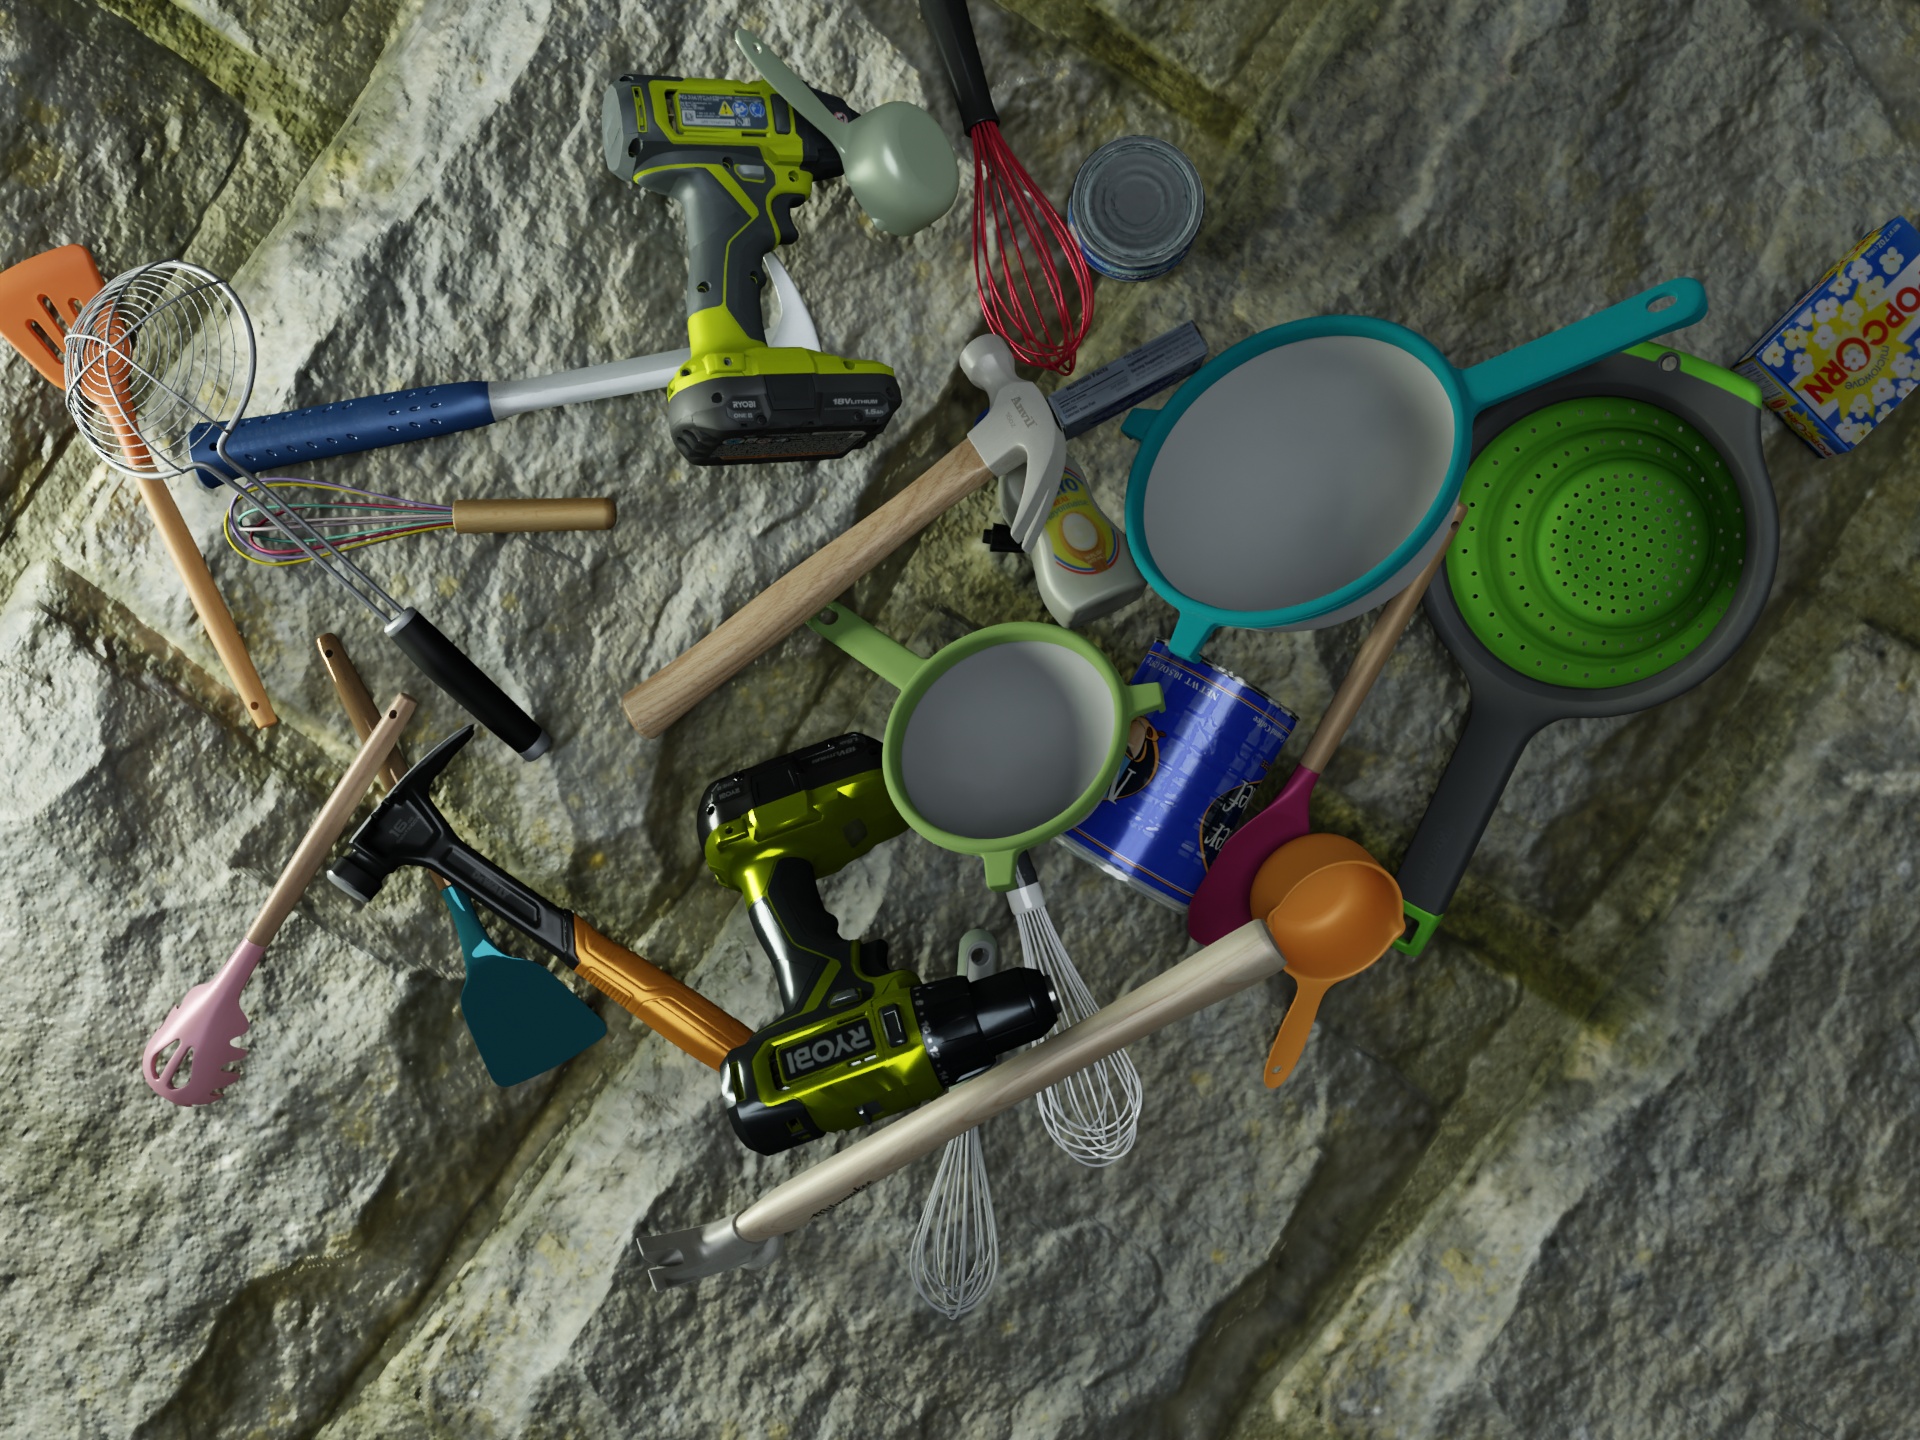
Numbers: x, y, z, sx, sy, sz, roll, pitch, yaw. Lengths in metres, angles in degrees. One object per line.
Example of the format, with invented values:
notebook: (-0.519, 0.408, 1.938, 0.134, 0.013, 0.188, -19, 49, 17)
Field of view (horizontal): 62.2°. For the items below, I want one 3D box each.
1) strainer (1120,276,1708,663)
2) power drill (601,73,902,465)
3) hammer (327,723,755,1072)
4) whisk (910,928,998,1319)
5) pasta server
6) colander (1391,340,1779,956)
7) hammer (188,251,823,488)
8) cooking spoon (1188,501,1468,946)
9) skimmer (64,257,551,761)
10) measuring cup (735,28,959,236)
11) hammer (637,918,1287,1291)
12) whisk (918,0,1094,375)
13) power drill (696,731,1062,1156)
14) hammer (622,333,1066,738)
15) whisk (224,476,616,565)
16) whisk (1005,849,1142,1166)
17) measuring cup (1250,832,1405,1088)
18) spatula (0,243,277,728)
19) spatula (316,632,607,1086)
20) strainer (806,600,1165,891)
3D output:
strainer: (0.267, -0.154, 0.936, 0.340, 0.095, 0.211, -22, 54, 21)
power drill: (-0.113, -0.274, 0.956, 0.171, 0.080, 0.223, -7, 85, -25)
hammer: (-0.223, 0.146, 1.010, 0.337, 0.034, 0.127, 37, 70, -6)
whisk: (0.003, 0.257, 1.017, 0.057, 0.059, 0.246, 5, 87, -11)
pasta server: (-0.433, 0.117, 1.019, 0.060, 0.040, 0.316, 33, 93, 0)
colander: (0.362, -0.034, 0.985, 0.205, 0.094, 0.397, 31, 112, 30)
hammer: (-0.289, -0.212, 1.017, 0.405, 0.035, 0.144, -10, 91, 1)
cooking spoon: (0.230, 0.007, 0.990, 0.068, 0.017, 0.319, 21, 105, -22)
skimmer: (-0.384, -0.115, 0.975, 0.127, 0.090, 0.363, -37, 117, 11)
measuring cup: (-0.061, -0.354, 0.934, 0.038, 0.167, 0.083, -14, 58, 37)
hammer: (0.003, 0.227, 0.935, 0.410, 0.146, 0.038, -31, 71, 11)
whisk: (0.020, -0.354, 0.999, 0.073, 0.073, 0.296, -17, 86, 1)
power drill: (-0.058, 0.124, 0.938, 0.190, 0.080, 0.229, -20, 54, 1)
hammer: (-0.076, -0.093, 0.988, 0.331, 0.031, 0.130, -36, 63, 12)
whisk: (-0.344, -0.126, 1.017, 0.245, 0.051, 0.047, -2, 57, -4)
whisk: (0.053, 0.144, 1.012, 0.070, 0.070, 0.284, -18, 86, 1)
measuring cup: (0.216, 0.151, 1.012, 0.095, 0.052, 0.173, 7, 115, -17)
spatula: (-0.519, -0.142, 1.020, 0.081, 0.041, 0.322, -26, 92, 1)
spatula: (-0.339, 0.085, 1.032, 0.082, 0.044, 0.317, -28, 86, 2)
strainer: (-0.002, -0.003, 0.973, 0.257, 0.069, 0.151, 34, 79, 35)
